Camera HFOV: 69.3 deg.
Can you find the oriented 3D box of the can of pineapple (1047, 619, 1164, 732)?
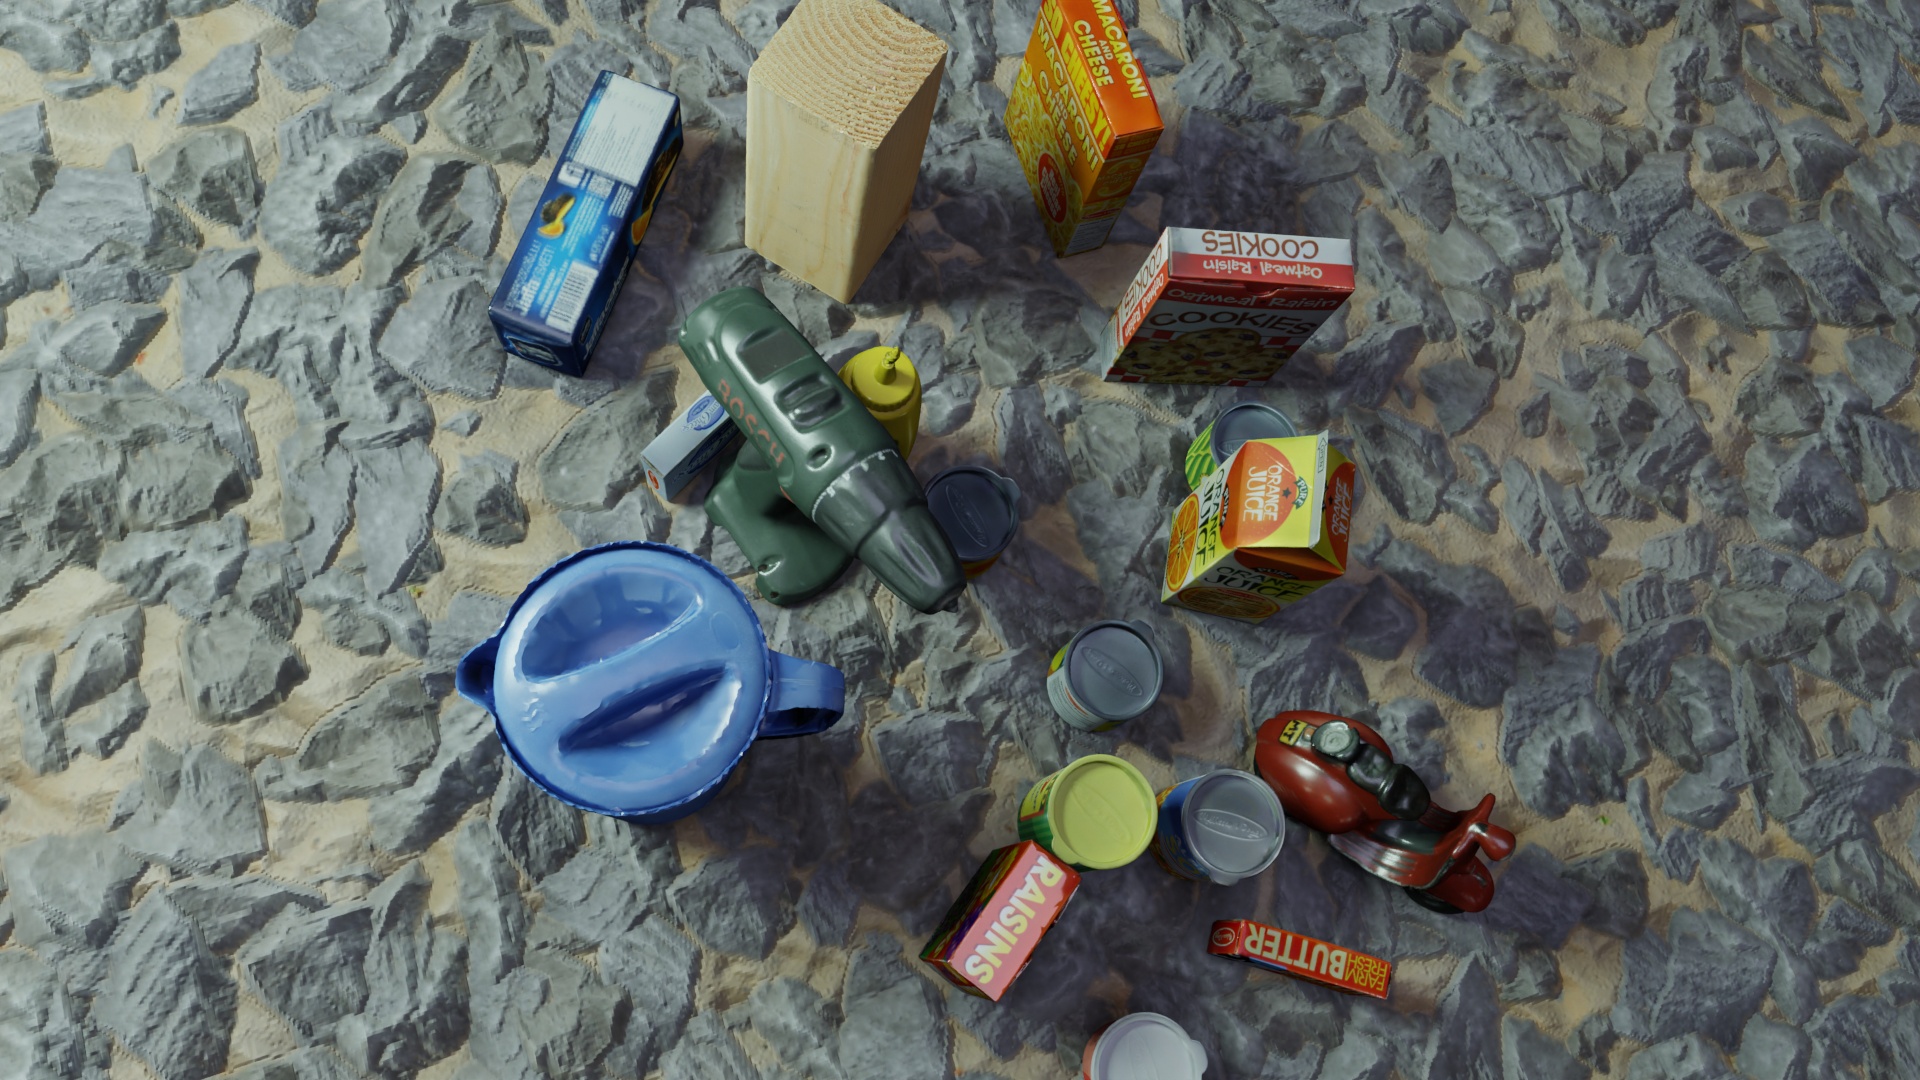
[{"bbox_3d":[0.096,0.089,0.913,0.071,0.057,0.071,3,74,-9],"label":"can of pineapple"}]

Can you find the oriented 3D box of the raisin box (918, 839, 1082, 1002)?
[{"bbox_3d":[0.021,0.226,0.826,0.040,0.123,0.086,38,72,2],"label":"raisin box"}]

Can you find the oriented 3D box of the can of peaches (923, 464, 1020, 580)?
[{"bbox_3d":[0.003,-0.012,0.927,0.071,0.058,0.071,3,74,-9],"label":"can of peaches"}]

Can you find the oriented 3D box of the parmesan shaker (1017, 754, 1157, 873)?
[{"bbox_3d":[0.074,0.174,0.861,0.071,0.102,0.071,3,74,-9],"label":"parmesan shaker"}]

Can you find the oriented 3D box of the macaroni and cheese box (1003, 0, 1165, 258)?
[{"bbox_3d":[0.082,-0.291,0.965,0.040,0.166,0.124,-17,78,-13],"label":"macaroni and cheese box"}]

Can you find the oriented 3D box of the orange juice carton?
[{"bbox_3d":[0.193,-0.006,0.886,0.073,0.192,0.072,12,73,-6],"label":"orange juice carton"}]

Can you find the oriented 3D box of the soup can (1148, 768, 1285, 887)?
[{"bbox_3d":[0.159,0.185,0.882,0.071,0.083,0.071,3,74,-9],"label":"soup can"}]

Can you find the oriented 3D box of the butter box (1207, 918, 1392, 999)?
[{"bbox_3d":[0.215,0.266,0.884,0.103,0.053,0.024,17,72,-4],"label":"butter box"}]

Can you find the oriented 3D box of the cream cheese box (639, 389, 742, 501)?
[{"bbox_3d":[-0.167,-0.075,0.920,0.024,0.053,0.104,42,72,4],"label":"cream cheese box"}]

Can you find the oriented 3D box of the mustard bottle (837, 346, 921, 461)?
[{"bbox_3d":[-0.055,-0.087,0.886,0.065,0.159,0.049,13,73,-5],"label":"mustard bottle"}]

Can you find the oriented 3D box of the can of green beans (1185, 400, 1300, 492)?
[{"bbox_3d":[0.197,-0.057,0.973,0.071,0.057,0.071,3,74,-9],"label":"can of green beans"}]

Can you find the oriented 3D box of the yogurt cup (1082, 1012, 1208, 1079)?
[{"bbox_3d":[0.107,0.323,0.849,0.072,0.053,0.072,3,74,-9],"label":"yogurt cup"}]

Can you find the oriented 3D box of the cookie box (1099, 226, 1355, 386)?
[{"bbox_3d":[0.175,-0.152,0.939,0.123,0.167,0.040,1,74,-9],"label":"cookie box"}]
